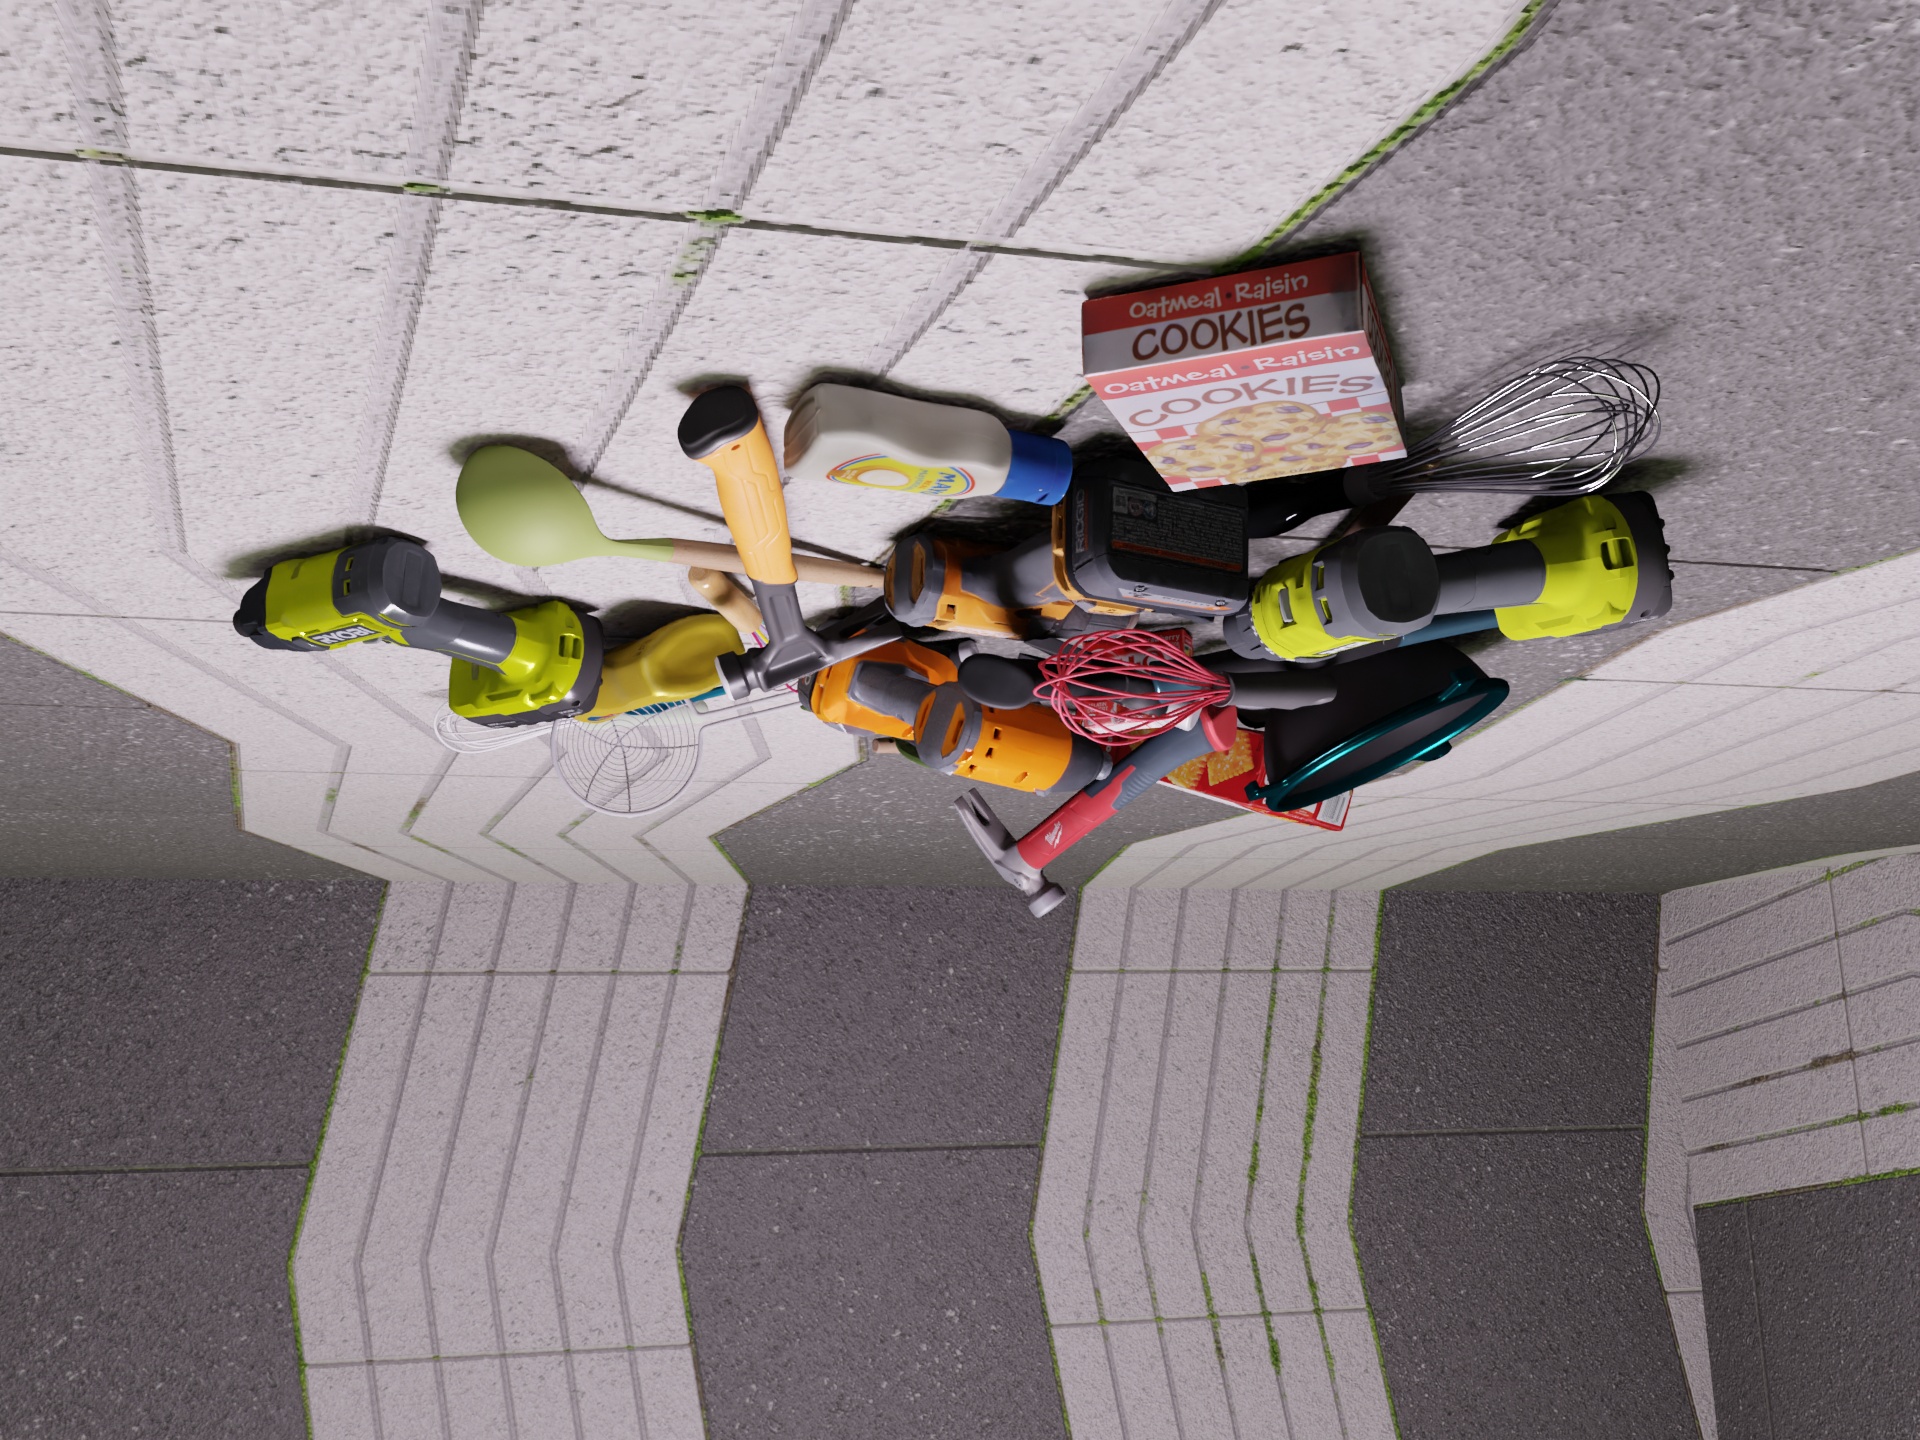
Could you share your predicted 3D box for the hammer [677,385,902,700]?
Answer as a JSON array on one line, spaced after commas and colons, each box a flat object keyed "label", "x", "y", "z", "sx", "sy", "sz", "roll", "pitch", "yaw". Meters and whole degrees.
[{"label": "hammer", "x": -0.107, "y": -0.100, "z": 0.942, "sx": 0.127, "sy": 0.034, "sz": 0.336, "roll": -22, "pitch": 162, "yaw": -6}]

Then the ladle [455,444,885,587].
[{"label": "ladle", "x": -0.161, "y": -0.114, "z": 0.977, "sx": 0.078, "sy": 0.062, "sz": 0.320, "roll": -13, "pitch": 170, "yaw": 40}]

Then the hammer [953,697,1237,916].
[{"label": "hammer", "x": 0.119, "y": 0.056, "z": 1.427, "sx": 0.038, "sy": 0.143, "sz": 0.386, "roll": -34, "pitch": 174, "yaw": -35}]

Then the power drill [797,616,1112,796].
[{"label": "power drill", "x": -0.002, "y": -0.004, "z": 1.170, "sx": 0.164, "sy": 0.084, "sz": 0.227, "roll": 15, "pitch": -174, "yaw": -39}]

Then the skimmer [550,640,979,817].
[{"label": "skimmer", "x": -0.163, "y": -0.010, "z": 1.316, "sx": 0.363, "sy": 0.127, "sz": 0.090, "roll": -13, "pitch": -178, "yaw": 19}]

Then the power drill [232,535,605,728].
[{"label": "power drill", "x": -0.376, "y": -0.060, "z": 1.117, "sx": 0.171, "sy": 0.080, "sz": 0.223, "roll": -9, "pitch": 162, "yaw": 30}]

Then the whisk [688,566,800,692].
[{"label": "whisk", "x": -0.147, "y": -0.065, "z": 1.177, "sx": 0.051, "sy": 0.047, "sz": 0.244, "roll": -6, "pitch": 164, "yaw": 10}]

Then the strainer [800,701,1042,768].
[{"label": "strainer", "x": -0.028, "y": -0.015, "z": 1.405, "sx": 0.256, "sy": 0.069, "sz": 0.151, "roll": 13, "pitch": -162, "yaw": 22}]

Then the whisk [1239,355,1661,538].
[{"label": "whisk", "x": 0.244, "y": -0.136, "z": 0.856, "sx": 0.070, "sy": 0.070, "sz": 0.285, "roll": 7, "pitch": 171, "yaw": -33}]

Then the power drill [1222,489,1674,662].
[{"label": "power drill", "x": 0.284, "y": -0.078, "z": 0.959, "sx": 0.228, "sy": 0.080, "sz": 0.190, "roll": -8, "pitch": 177, "yaw": -16}]

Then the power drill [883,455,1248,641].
[{"label": "power drill", "x": 0.083, "y": -0.091, "z": 0.989, "sx": 0.185, "sy": 0.084, "sz": 0.226, "roll": 7, "pitch": 170, "yaw": -32}]

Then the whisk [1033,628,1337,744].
[{"label": "whisk", "x": 0.155, "y": -0.021, "z": 1.019, "sx": 0.295, "sy": 0.073, "sz": 0.073, "roll": 0, "pitch": 171, "yaw": -45}]

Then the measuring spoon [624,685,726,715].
[{"label": "measuring spoon", "x": -0.242, "y": -0.028, "z": 1.423, "sx": 0.128, "sy": 0.021, "sz": 0.042, "roll": -13, "pitch": 167, "yaw": 11}]

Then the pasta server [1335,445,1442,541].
[{"label": "pasta server", "x": 0.243, "y": -0.111, "z": 1.034, "sx": 0.060, "sy": 0.040, "sz": 0.316, "roll": 1, "pitch": 164, "yaw": -7}]

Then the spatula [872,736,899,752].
[{"label": "spatula", "x": 0.055, "y": 0.021, "z": 1.501, "sx": 0.315, "sy": 0.060, "sz": 0.018, "roll": 0, "pitch": 143, "yaw": -34}]

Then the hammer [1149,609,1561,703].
[{"label": "hammer", "x": 0.295, "y": -0.058, "z": 1.128, "sx": 0.331, "sy": 0.033, "sz": 0.128, "roll": -12, "pitch": 165, "yaw": -3}]

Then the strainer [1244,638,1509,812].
[{"label": "strainer", "x": 0.354, "y": -0.010, "z": 1.340, "sx": 0.211, "sy": 0.095, "sz": 0.340, "roll": -32, "pitch": 164, "yaw": 22}]

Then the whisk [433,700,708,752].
[{"label": "whisk", "x": -0.355, "y": -0.002, "z": 1.458, "sx": 0.246, "sy": 0.059, "sz": 0.058, "roll": -3, "pitch": -153, "yaw": -9}]

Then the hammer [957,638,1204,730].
[{"label": "hammer", "x": 0.066, "y": -0.029, "z": 1.104, "sx": 0.146, "sy": 0.035, "sz": 0.334, "roll": 22, "pitch": -172, "yaw": 18}]
